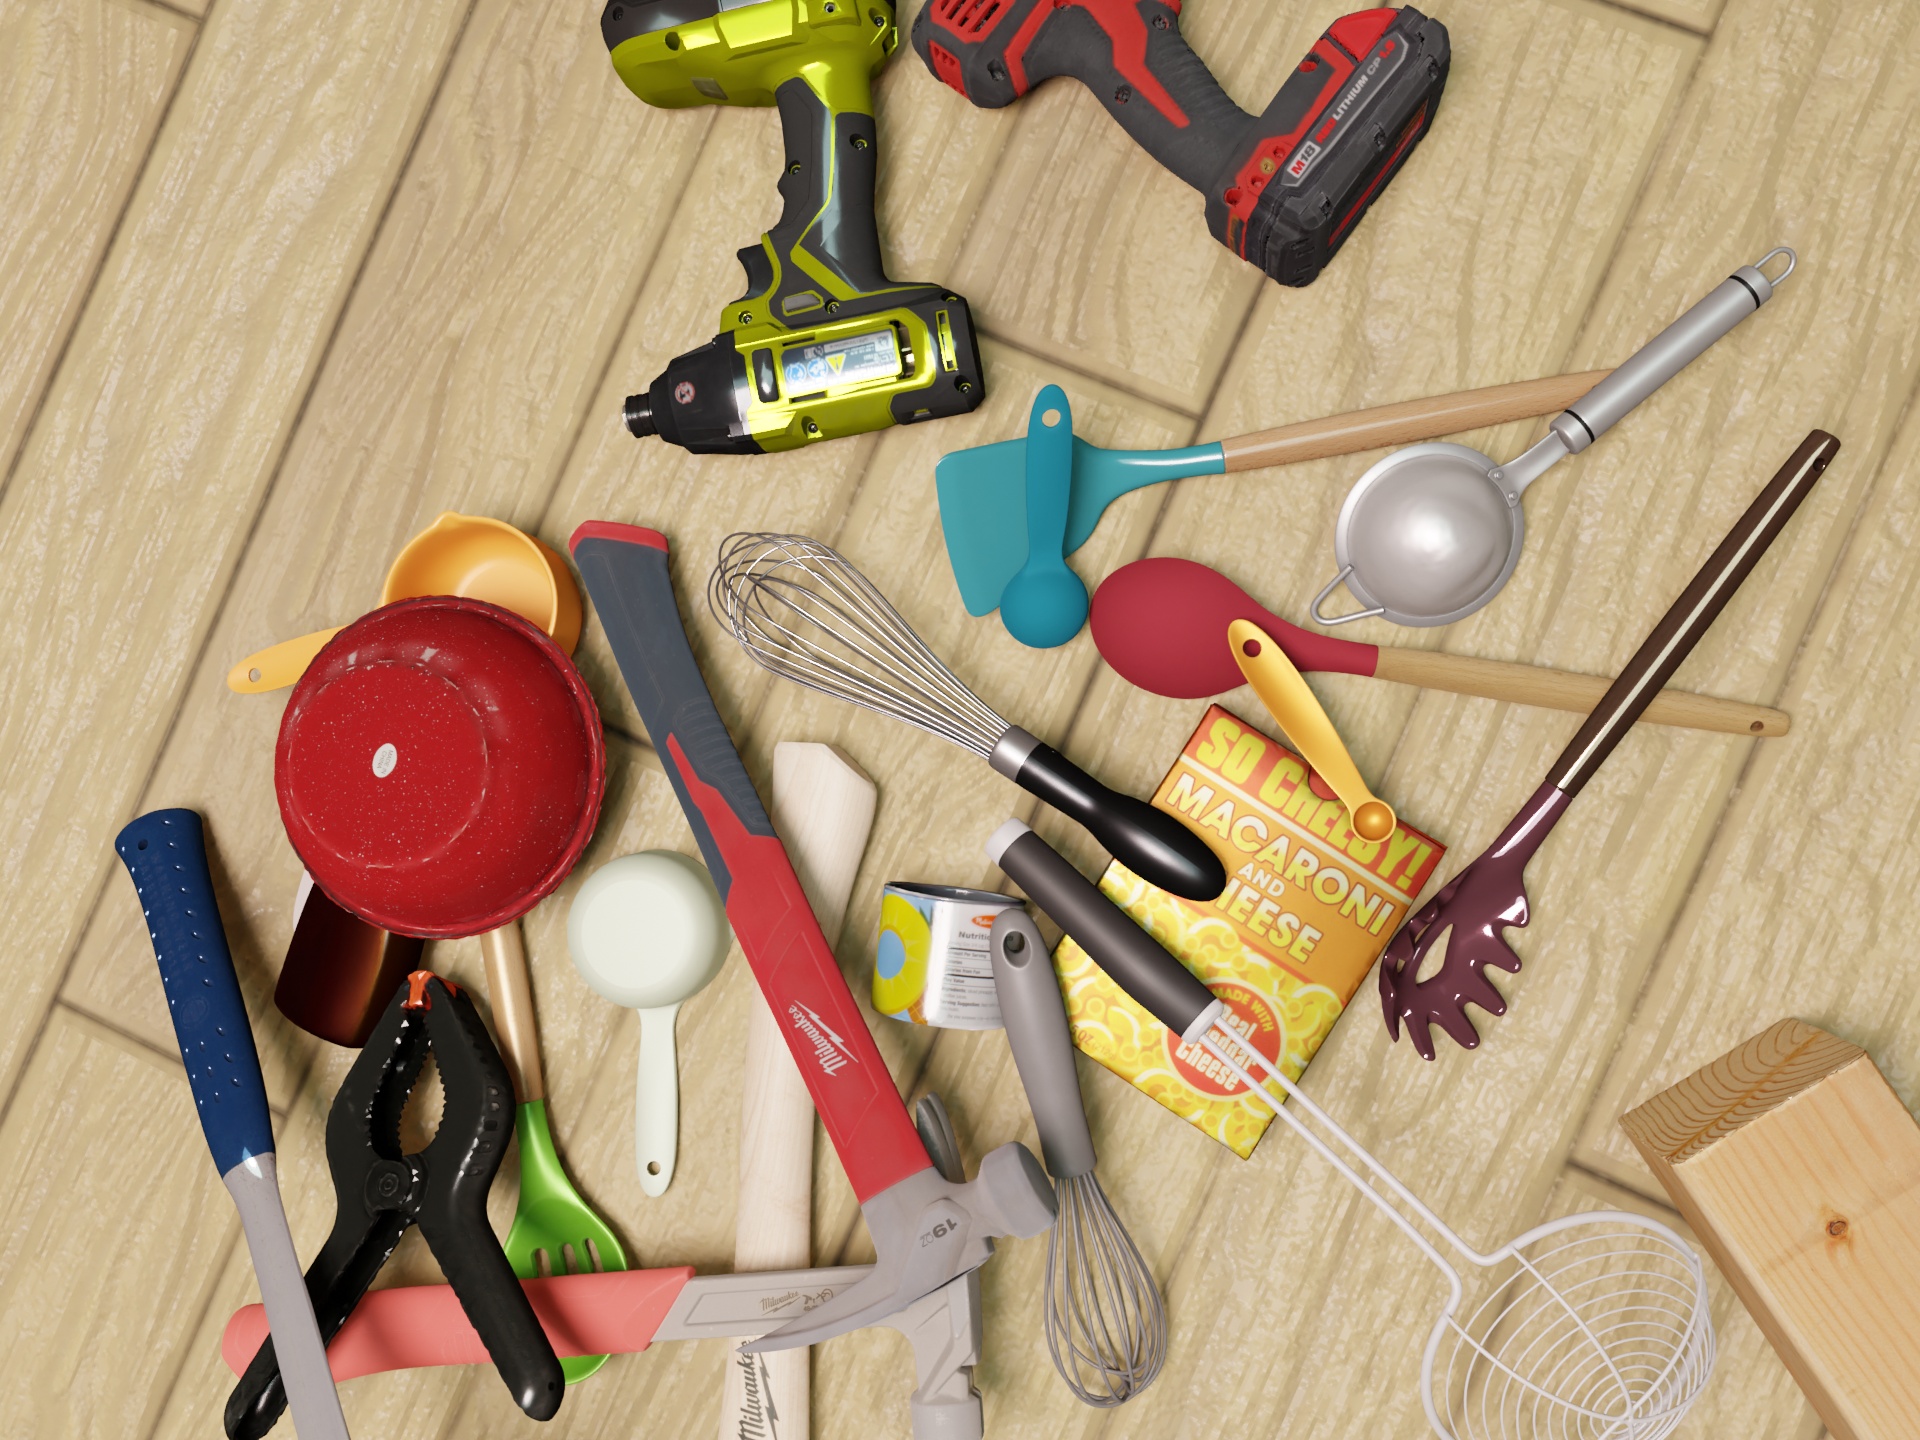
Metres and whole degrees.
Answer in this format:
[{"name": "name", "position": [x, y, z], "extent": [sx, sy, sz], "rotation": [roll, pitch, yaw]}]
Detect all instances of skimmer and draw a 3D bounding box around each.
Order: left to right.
[{"name": "skimmer", "position": [0.154, 0.171, 0.682], "extent": [0.363, 0.090, 0.127], "rotation": [42, 97, 18]}]

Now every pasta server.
[{"name": "pasta server", "position": [0.282, 0.011, 0.692], "extent": [0.060, 0.040, 0.316], "rotation": [31, 100, -21]}]

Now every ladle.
[{"name": "ladle", "position": [0.214, -0.022, 0.724], "extent": [0.315, 0.031, 0.069], "rotation": [9, 117, 5]}]

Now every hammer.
[{"name": "hammer", "position": [-0.307, 0.205, 0.706], "extent": [0.144, 0.035, 0.406], "rotation": [-33, 62, 5]}, {"name": "hammer", "position": [-0.169, 0.261, 0.724], "extent": [0.359, 0.036, 0.149], "rotation": [-8, 83, 11]}, {"name": "hammer", "position": [-0.106, 0.077, 0.712], "extent": [0.143, 0.038, 0.387], "rotation": [-31, 70, 7]}, {"name": "hammer", "position": [-0.096, 0.215, 0.752], "extent": [0.146, 0.038, 0.411], "rotation": [4, 87, 9]}]

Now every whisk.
[{"name": "whisk", "position": [-0.001, -0.003, 0.721], "extent": [0.285, 0.070, 0.070], "rotation": [33, 92, 16]}, {"name": "whisk", "position": [0.046, 0.197, 0.708], "extent": [0.055, 0.055, 0.239], "rotation": [-12, 98, 7]}]

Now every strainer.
[{"name": "strainer", "position": [0.265, -0.124, 0.708], "extent": [0.258, 0.050, 0.086], "rotation": [-40, 105, 6]}]

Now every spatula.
[{"name": "spatula", "position": [0.148, -0.120, 0.731], "extent": [0.317, 0.044, 0.082], "rotation": [-11, 119, 4]}]

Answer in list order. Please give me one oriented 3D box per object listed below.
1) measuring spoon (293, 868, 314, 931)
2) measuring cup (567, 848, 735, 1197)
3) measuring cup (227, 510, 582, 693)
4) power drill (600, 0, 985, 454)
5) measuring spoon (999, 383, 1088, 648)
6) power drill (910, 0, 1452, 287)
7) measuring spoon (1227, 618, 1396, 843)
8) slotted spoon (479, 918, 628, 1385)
[{"name": "measuring spoon", "position": [-0.308, 0.054, 0.801], "extent": [0.034, 0.018, 0.124], "rotation": [25, 97, 13]}, {"name": "measuring cup", "position": [-0.150, 0.146, 0.760], "extent": [0.083, 0.038, 0.167], "rotation": [-1, 85, 7]}, {"name": "measuring cup", "position": [-0.269, -0.041, 0.780], "extent": [0.173, 0.052, 0.095], "rotation": [-16, 85, 8]}, {"name": "power drill", "position": [-0.091, -0.241, 0.754], "extent": [0.171, 0.080, 0.223], "rotation": [-10, 89, 7]}, {"name": "measuring spoon", "position": [0.040, -0.086, 0.711], "extent": [0.042, 0.021, 0.128], "rotation": [-4, 122, -5]}, {"name": "power drill", "position": [0.113, -0.330, 0.732], "extent": [0.227, 0.080, 0.188], "rotation": [37, 92, 11]}, {"name": "measuring spoon", "position": [0.153, 0.004, 0.702], "extent": [0.021, 0.011, 0.117], "rotation": [-33, 79, 0]}, {"name": "slotted spoon", "position": [-0.213, 0.159, 0.775], "extent": [0.070, 0.031, 0.314], "rotation": [-13, 84, 9]}]
